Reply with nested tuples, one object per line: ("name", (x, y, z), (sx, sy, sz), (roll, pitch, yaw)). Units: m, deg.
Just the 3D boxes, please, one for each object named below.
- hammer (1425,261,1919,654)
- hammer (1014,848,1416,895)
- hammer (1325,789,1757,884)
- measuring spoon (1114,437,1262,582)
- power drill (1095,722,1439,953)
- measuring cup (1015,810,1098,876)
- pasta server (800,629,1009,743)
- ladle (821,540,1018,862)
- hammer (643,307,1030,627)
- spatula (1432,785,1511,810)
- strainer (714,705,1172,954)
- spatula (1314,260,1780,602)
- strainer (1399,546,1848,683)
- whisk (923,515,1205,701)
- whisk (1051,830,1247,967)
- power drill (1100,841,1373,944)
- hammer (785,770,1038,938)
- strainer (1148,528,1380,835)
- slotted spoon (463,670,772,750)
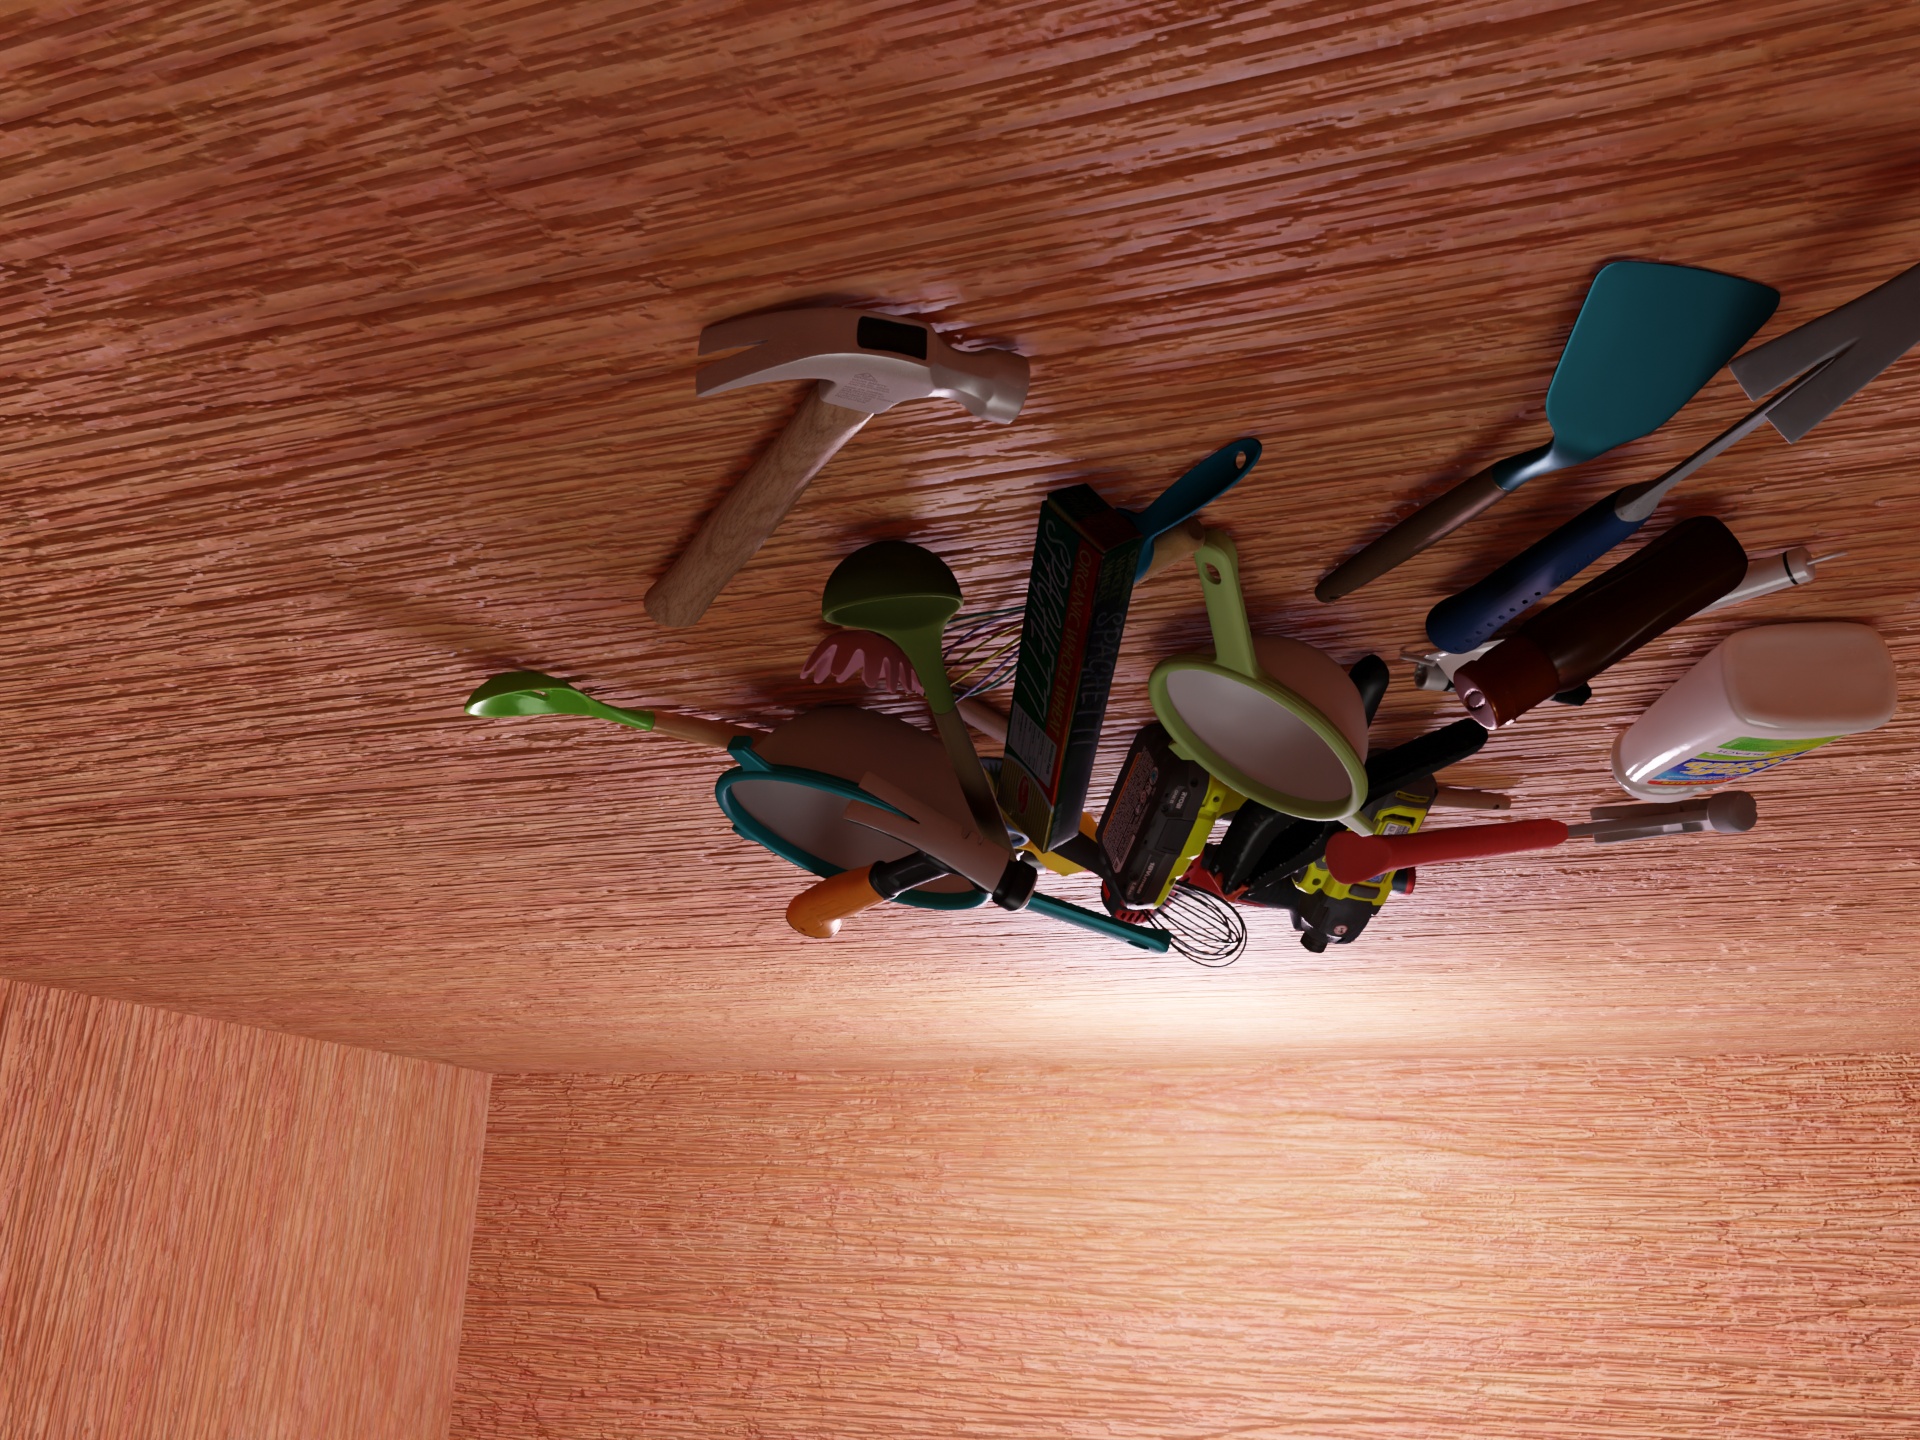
("hammer", (0.306, -0.101, 0.718), (0.144, 0.035, 0.405), (-31, 172, -14))
("hammer", (0.229, 0.131, 1.460), (0.386, 0.038, 0.143), (2, 159, -2))
("hammer", (0.412, 0.086, 1.178), (0.359, 0.037, 0.149), (-3, 173, -28))
("measuring spoon", (0.111, -0.105, 0.796), (0.021, 0.042, 0.128), (1, 157, -36))
("power drill", (0.223, 0.091, 1.181), (0.223, 0.080, 0.171), (11, 117, -18))
("measuring cup", (0.042, 0.093, 1.352), (0.156, 0.062, 0.029), (8, 142, 1))
("pasta server", (-0.002, -0.003, 1.089), (0.060, 0.040, 0.316), (8, 168, 33))
("ladle", (-0.004, 0.018, 0.952), (0.078, 0.062, 0.319), (-8, 134, 14))
("hammer", (-0.100, -0.112, 0.790), (0.130, 0.031, 0.331), (10, 160, -24))
("spatula", (0.291, 0.054, 1.250), (0.315, 0.018, 0.059), (5, 131, -14))
("strainer", (-0.002, 0.072, 1.140), (0.340, 0.095, 0.211), (19, 157, 1))
("spatula", (0.248, -0.118, 0.762), (0.082, 0.044, 0.317), (5, 165, -14))
("strainer", (0.373, -0.052, 0.915), (0.258, 0.050, 0.086), (-21, 167, 42))
("whisk", (0.051, -0.064, 0.918), (0.047, 0.051, 0.245), (-11, 169, -40))
("whisk", (0.127, 0.125, 1.285), (0.239, 0.055, 0.055), (31, 176, 29))
("power drill", (0.238, 0.113, 1.331), (0.226, 0.080, 0.187), (5, 145, -5))
("hammer", (-0.068, 0.112, 1.111), (0.127, 0.034, 0.337), (31, 157, -12))
("strainer", (0.181, -0.040, 0.944), (0.152, 0.069, 0.256), (24, 155, 33))
("slotted spoon", (-0.201, 0.005, 1.149), (0.313, 0.031, 0.070), (13, 157, -34))
